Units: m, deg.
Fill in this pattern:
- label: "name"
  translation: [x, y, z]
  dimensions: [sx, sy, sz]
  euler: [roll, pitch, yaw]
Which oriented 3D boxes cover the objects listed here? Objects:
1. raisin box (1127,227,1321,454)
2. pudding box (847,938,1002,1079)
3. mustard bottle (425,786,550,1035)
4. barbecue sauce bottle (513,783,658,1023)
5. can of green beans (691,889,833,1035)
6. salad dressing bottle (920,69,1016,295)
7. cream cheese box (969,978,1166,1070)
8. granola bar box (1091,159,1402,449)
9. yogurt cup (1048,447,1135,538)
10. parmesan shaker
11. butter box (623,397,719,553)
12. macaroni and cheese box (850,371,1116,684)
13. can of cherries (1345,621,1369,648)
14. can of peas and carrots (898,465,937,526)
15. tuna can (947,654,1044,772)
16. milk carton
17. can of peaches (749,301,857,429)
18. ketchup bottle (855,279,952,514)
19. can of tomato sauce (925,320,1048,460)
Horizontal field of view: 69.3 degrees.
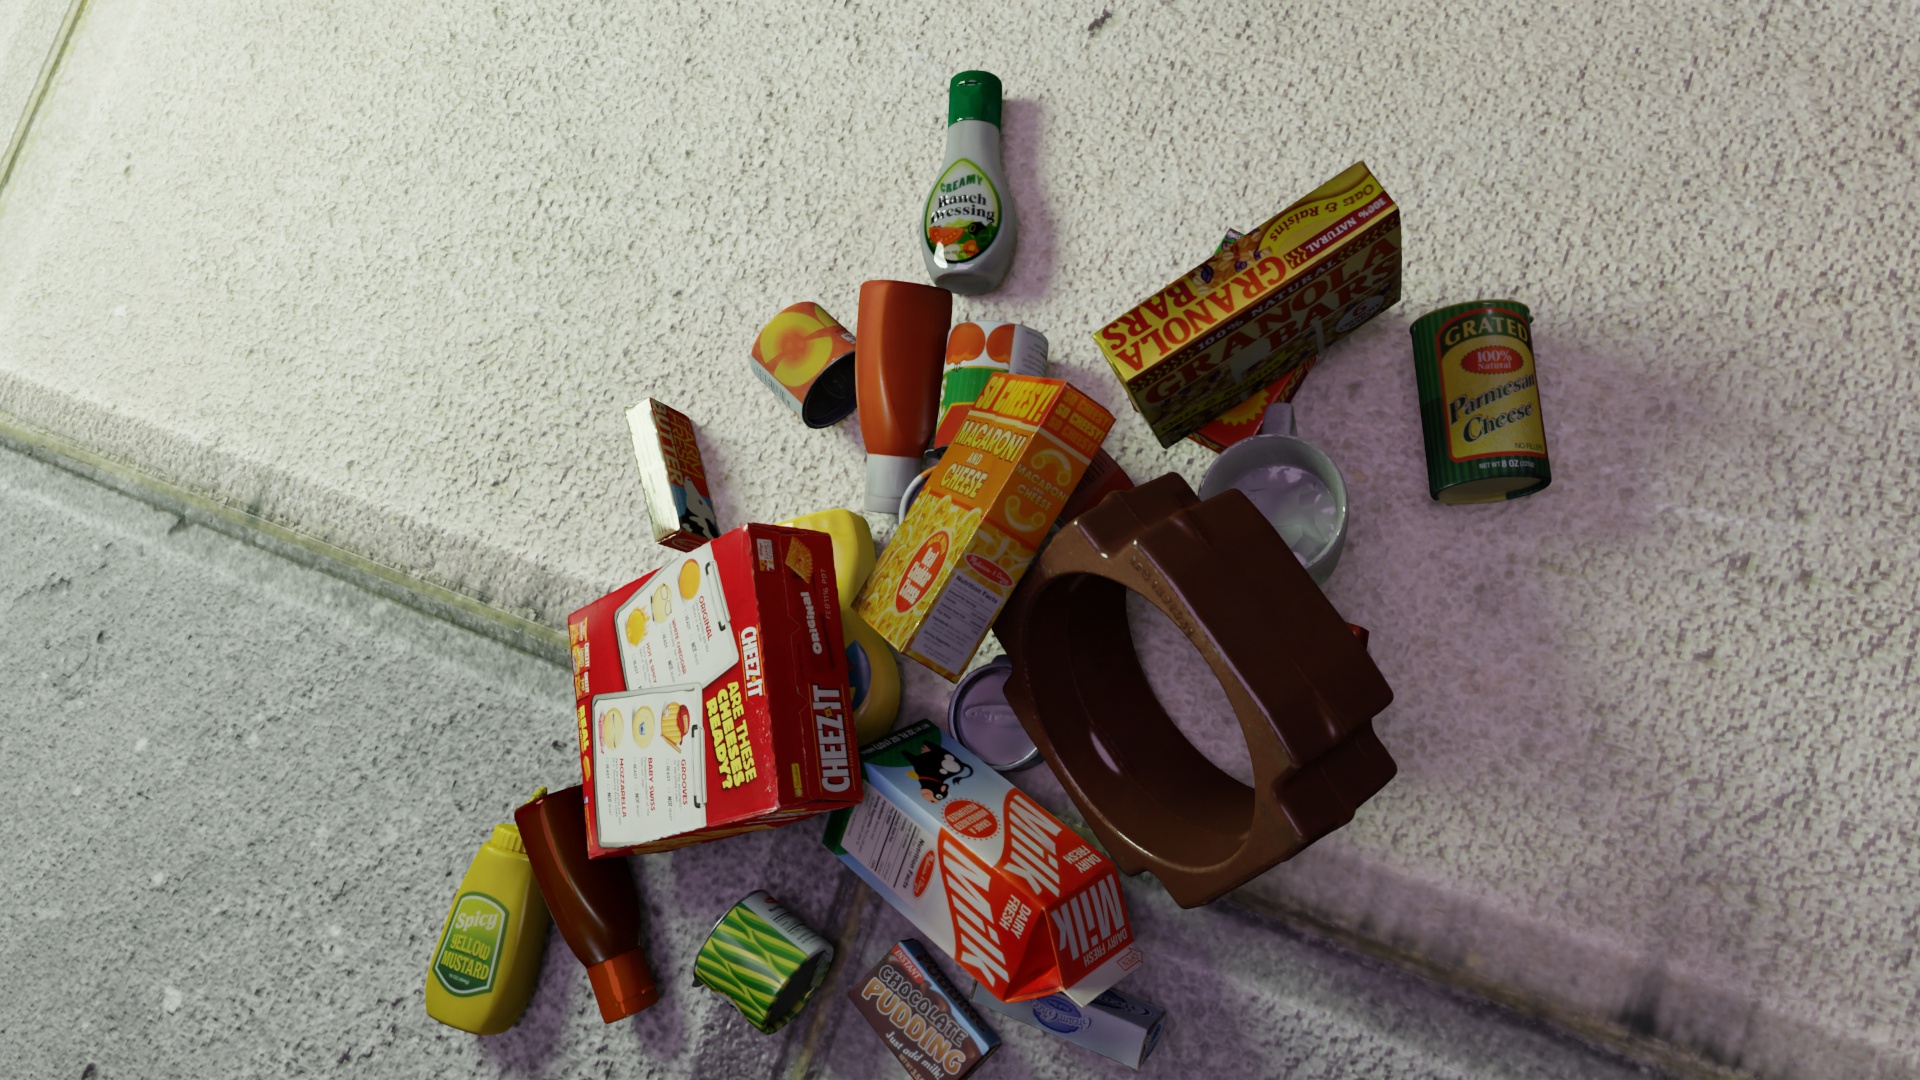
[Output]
- label: "raisin box"
  translation: [0.172, -0.119, 0.859]
  dimensions: [0.086, 0.040, 0.123]
  euler: [31, 87, 20]
- label: "pudding box"
  translation: [-0.021, 0.287, 0.833]
  dimensions: [0.049, 0.030, 0.084]
  euler: [-45, 69, 3]
- label: "mustard bottle"
  translation: [-0.305, 0.241, 0.923]
  dimensions: [0.065, 0.049, 0.160]
  euler: [11, 82, 18]
- label: "barbecue sauce bottle"
  translation: [-0.237, 0.234, 0.898]
  dimensions: [0.043, 0.065, 0.148]
  euler: [-27, 80, 22]
- label: "can of green beans"
  translation: [-0.120, 0.259, 0.852]
  dimensions: [0.058, 0.071, 0.071]
  euler: [32, 89, 21]
- label: "salad dressing bottle"
  translation: [0.007, -0.242, 0.936]
  dimensions: [0.064, 0.044, 0.148]
  euler: [-1, 78, 16]
- label: "cream cheese box"
  translation: [0.063, 0.268, 0.798]
  dimensions: [0.104, 0.053, 0.024]
  euler: [16, 90, 21]
- label: "granola bar box"
  translation: [0.165, -0.125, 0.774]
  dimensions: [0.165, 0.124, 0.039]
  euler: [-33, 69, 8]
- label: "yogurt cup"
  translation: [0.072, -0.029, 0.858]
  dimensions: [0.054, 0.072, 0.072]
  euler: [-44, 69, -4]
- label: "parmesan shaker"
  translation: [0.300, -0.078, 0.795]
  dimensions: [0.071, 0.071, 0.103]
  euler: [-7, 76, 16]
- label: "butter box"
  translation: [-0.197, -0.044, 0.951]
  dimensions: [0.024, 0.053, 0.104]
  euler: [-22, 72, 15]
- label: "macaroni and cheese box"
  translation: [0.009, -0.013, 0.782]
  dimensions: [0.040, 0.124, 0.166]
  euler: [32, 88, -19]
- label: "can of cherries"
  translation: [0.199, 0.075, 0.793]
  dimensions: [0.071, 0.071, 0.058]
  euler: [9, 80, 19]
- label: "can of peas and carrots"
  translation: [0.003, -0.011, 0.877]
  dimensions: [0.071, 0.058, 0.071]
  euler: [-4, 78, 17]
- label: "tuna can"
  translation: [0.028, 0.107, 0.856]
  dimensions: [0.071, 0.033, 0.071]
  euler: [-4, 77, 17]
- label: "milk carton"
  translation: [0.016, 0.191, 0.796]
  dimensions: [0.191, 0.072, 0.073]
  euler: [34, 119, 29]
- label: "can of peaches"
  translation: [-0.097, -0.119, 0.930]
  dimensions: [0.058, 0.071, 0.071]
  euler: [43, 93, 22]
- label: "ketchup bottle"
  translation: [-0.039, -0.092, 0.902]
  dimensions: [0.043, 0.065, 0.148]
  euler: [8, 95, 47]
- label: "can of tomato sauce"
  translation: [0.018, -0.091, 0.887]
  dimensions: [0.071, 0.071, 0.083]
  euler: [3, 78, 18]
